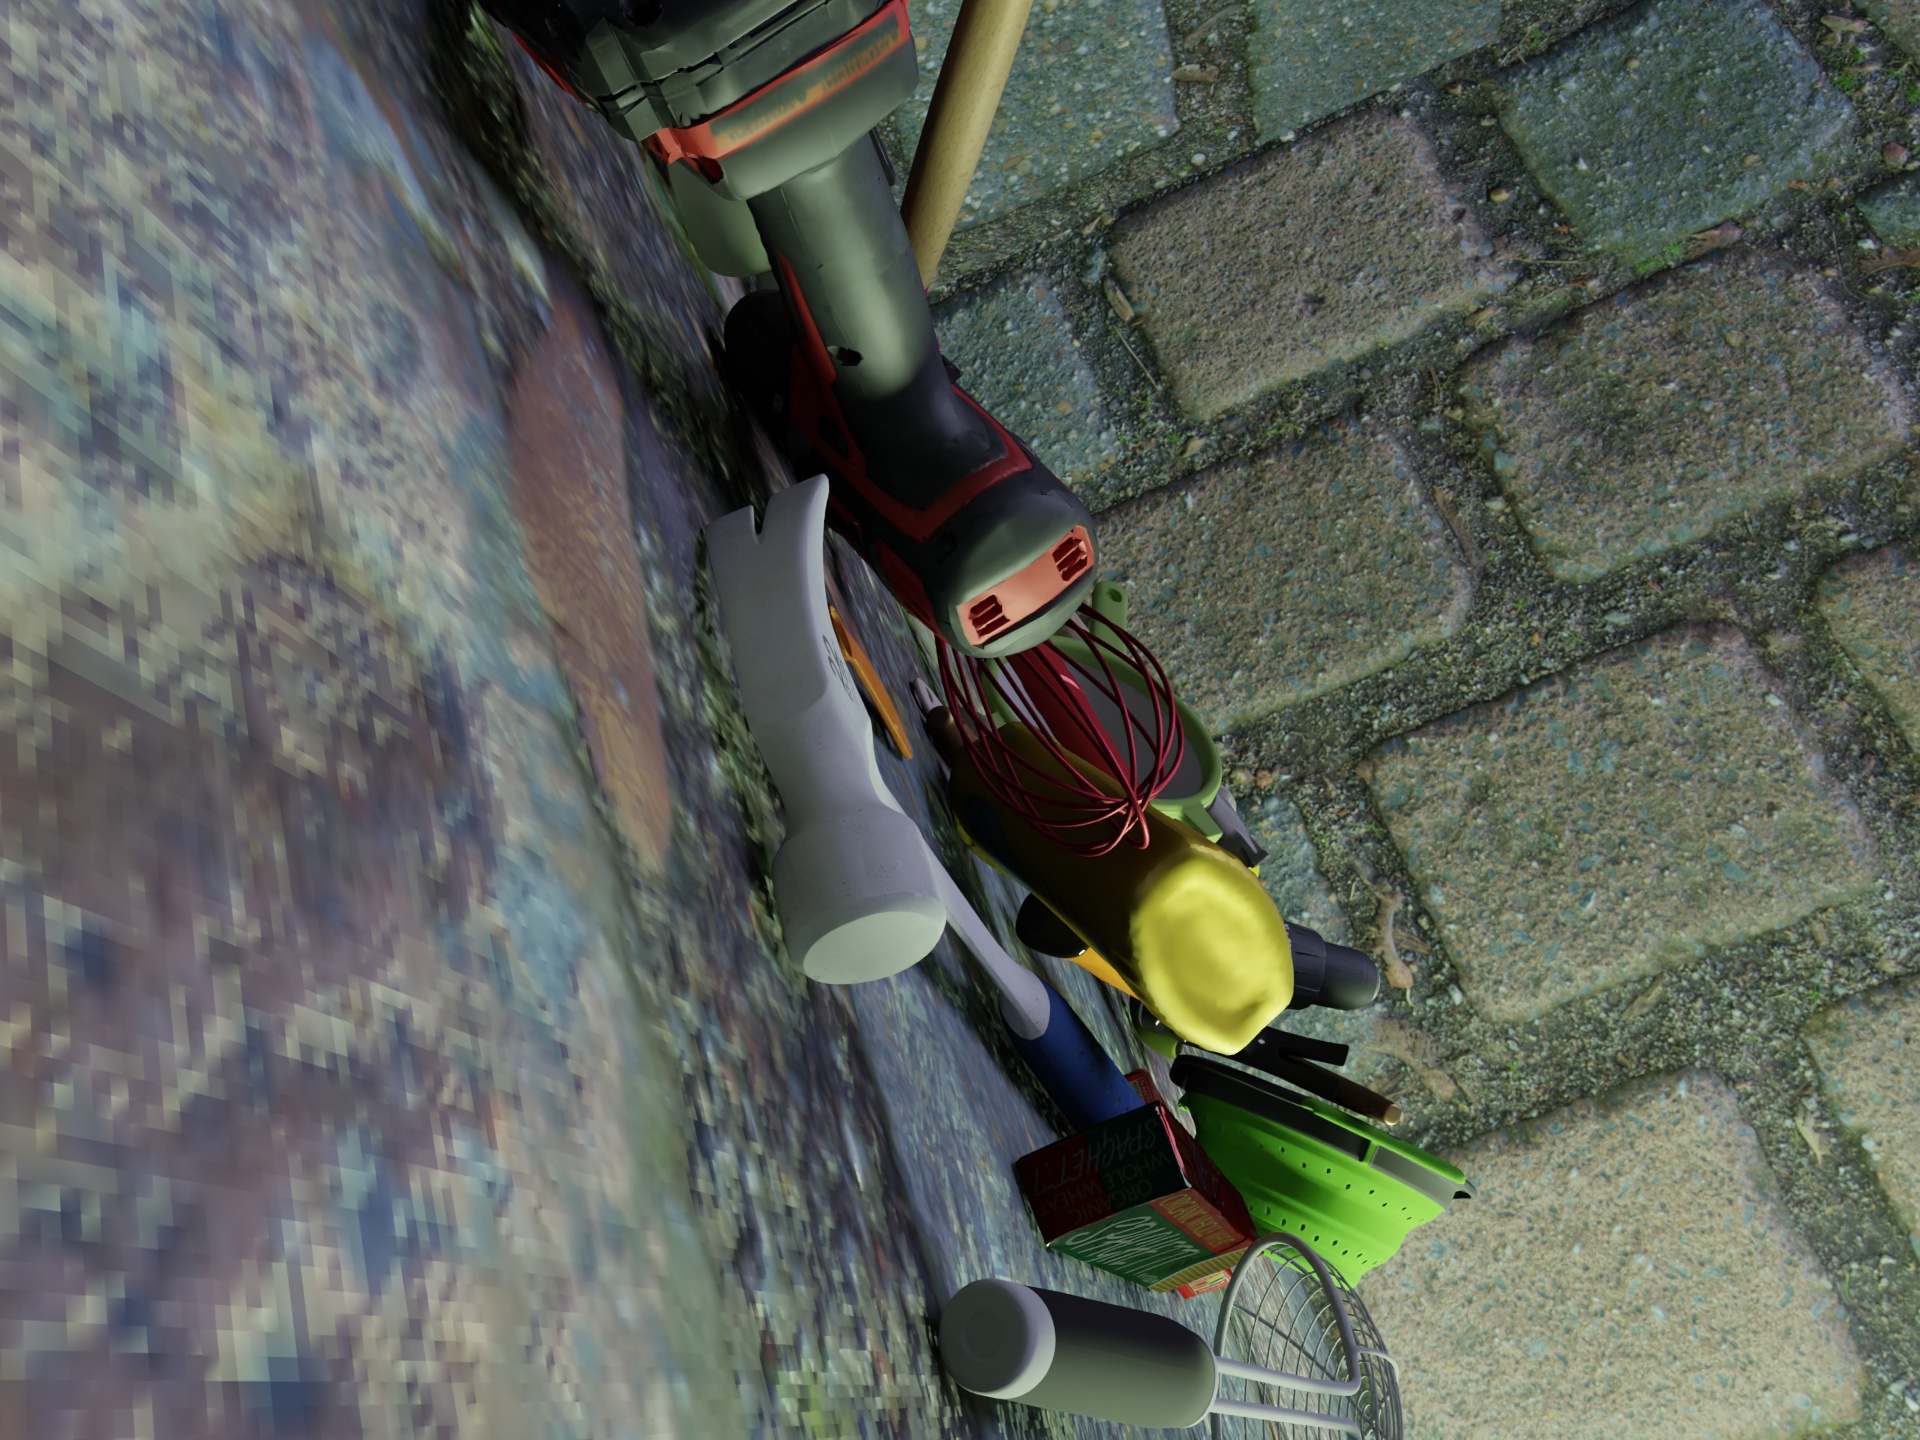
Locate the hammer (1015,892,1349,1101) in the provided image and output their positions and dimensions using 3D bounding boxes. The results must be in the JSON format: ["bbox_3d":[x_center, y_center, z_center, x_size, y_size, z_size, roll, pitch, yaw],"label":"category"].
[{"bbox_3d":[0.112,0.143,0.833,0.336,0.127,0.034,40,69,-60],"label":"hammer"}]

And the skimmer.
[{"bbox_3d":[0.059,0.199,0.470,0.362,0.090,0.127,42,45,-53],"label":"skimmer"}]

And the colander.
[{"bbox_3d":[0.204,0.313,1.099,0.204,0.094,0.397,26,-12,-3],"label":"colander"}]

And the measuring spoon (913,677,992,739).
[{"bbox_3d":[-0.001,-0.002,0.761,0.124,0.018,0.034,46,22,-73],"label":"measuring spoon"}]

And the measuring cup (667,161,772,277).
[{"bbox_3d":[-0.079,-0.163,0.610,0.083,0.038,0.167,-95,173,-75],"label":"measuring cup"}]

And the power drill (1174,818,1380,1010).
[{"bbox_3d":[0.178,0.139,1.129,0.228,0.190,0.080,-109,-147,-78],"label":"power drill"}]

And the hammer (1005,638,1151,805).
[{"bbox_3d":[0.036,-0.040,0.812,0.387,0.038,0.143,60,16,23],"label":"hammer"}]

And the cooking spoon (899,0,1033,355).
[{"bbox_3d":[-0.013,-0.150,0.493,0.069,0.017,0.319,50,-14,1],"label":"cooking spoon"}]

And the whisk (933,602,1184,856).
[{"bbox_3d":[-0.001,-0.051,0.599,0.296,0.073,0.073,54,-6,47],"label":"whisk"}]

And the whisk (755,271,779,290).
[{"bbox_3d":[-0.090,-0.245,0.744,0.057,0.059,0.247,100,-20,-57],"label":"whisk"}]

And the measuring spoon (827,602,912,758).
[{"bbox_3d":[-0.033,-0.009,0.548,0.116,0.011,0.021,64,7,-66],"label":"measuring spoon"}]

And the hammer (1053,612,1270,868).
[{"bbox_3d":[0.072,-0.061,1.082,0.410,0.038,0.146,51,7,-12],"label":"hammer"}]

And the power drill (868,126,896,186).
[{"bbox_3d":[-0.092,-0.372,1.084,0.220,0.078,0.143,-101,167,-51],"label":"power drill"}]

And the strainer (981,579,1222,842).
[{"bbox_3d":[0.075,-0.005,0.962,0.151,0.069,0.257,24,30,-7],"label":"strainer"}]

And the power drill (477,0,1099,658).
[{"bbox_3d":[-0.050,-0.137,0.455,0.188,0.080,0.226,49,-9,41],"label":"power drill"}]

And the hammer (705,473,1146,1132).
[{"bbox_3d":[0.017,0.082,0.517,0.405,0.035,0.144,59,10,-55],"label":"hammer"}]

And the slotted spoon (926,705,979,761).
[{"bbox_3d":[0.035,0.057,0.834,0.070,0.031,0.313,51,-1,28],"label":"slotted spoon"}]

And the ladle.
[{"bbox_3d":[0.200,0.216,1.058,0.320,0.062,0.078,-172,-96,-69],"label":"ladle"}]
